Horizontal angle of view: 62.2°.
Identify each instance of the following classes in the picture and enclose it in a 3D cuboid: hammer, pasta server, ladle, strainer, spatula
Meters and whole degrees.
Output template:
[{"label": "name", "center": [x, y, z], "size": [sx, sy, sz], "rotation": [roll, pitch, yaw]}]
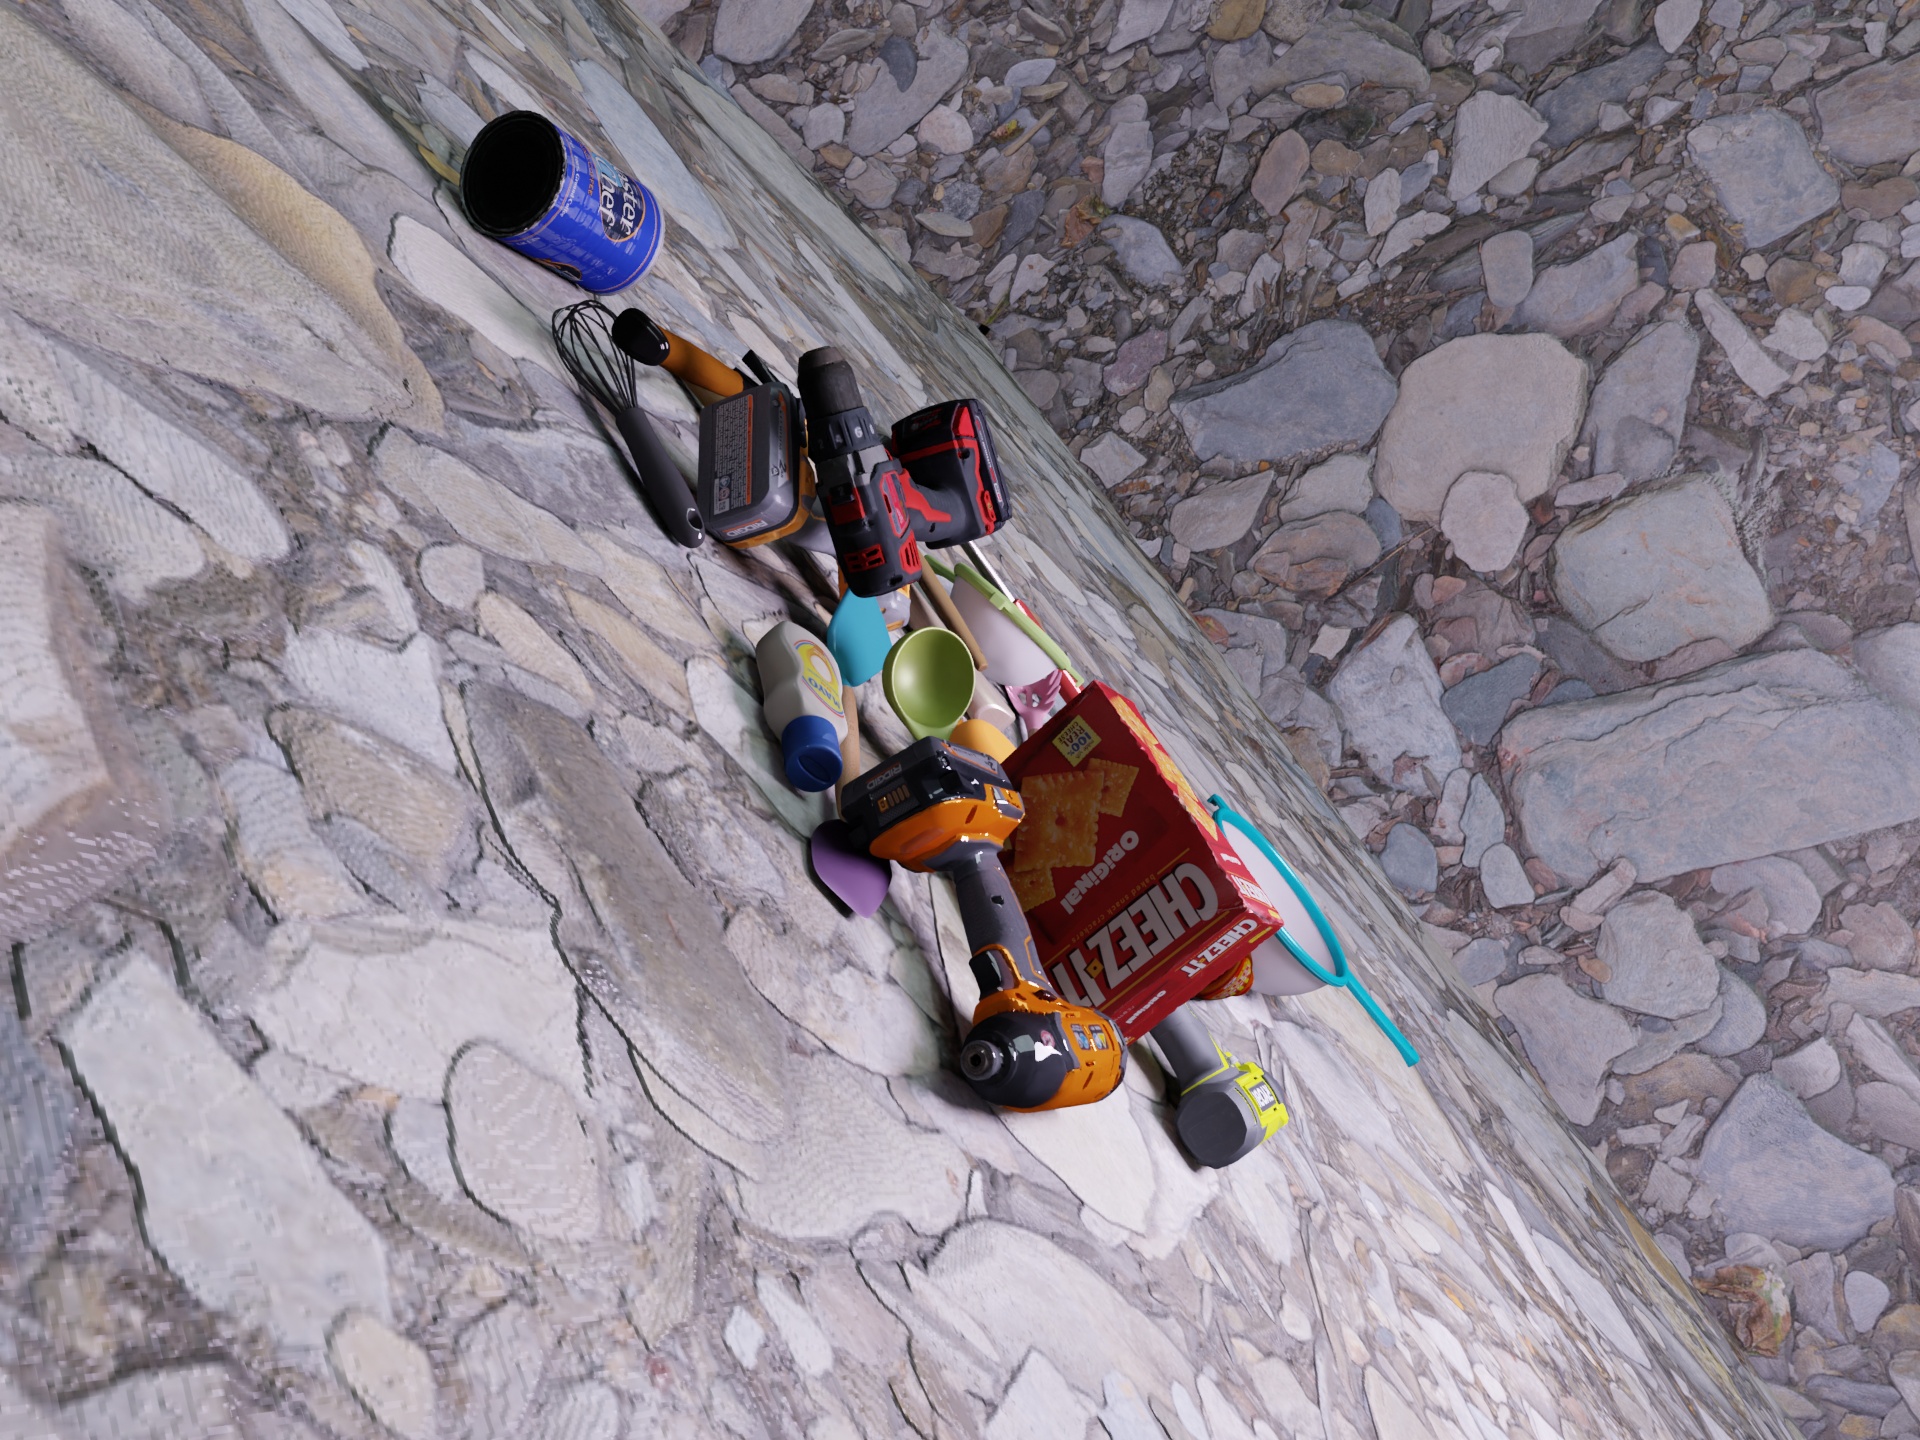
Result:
[{"label": "hammer", "center": [-0.199, -0.284, 1.296], "size": [0.127, 0.034, 0.337], "rotation": [46, 10, 10]}, {"label": "hammer", "center": [-0.078, -0.155, 1.504], "size": [0.411, 0.038, 0.146], "rotation": [53, 14, 11]}, {"label": "pasta server", "center": [0.073, 0.019, 1.514], "size": [0.316, 0.060, 0.040], "rotation": [-91, -176, -64]}, {"label": "ladle", "center": [-0.053, -0.169, 1.490], "size": [0.316, 0.031, 0.069], "rotation": [59, 14, 25]}, {"label": "strainer", "center": [0.008, -0.102, 1.603], "size": [0.151, 0.069, 0.257], "rotation": [42, -1, -38]}, {"label": "strainer", "center": [0.329, 0.244, 1.603], "size": [0.340, 0.095, 0.211], "rotation": [49, 17, -12]}, {"label": "spatula", "center": [-0.051, 0.061, 1.079], "size": [0.060, 0.018, 0.316], "rotation": [45, 16, -4]}, {"label": "spatula", "center": [-0.073, -0.013, 1.134], "size": [0.318, 0.044, 0.082], "rotation": [-100, 171, -64]}, {"label": "ladle", "center": [0.010, 0.067, 1.118], "size": [0.078, 0.062, 0.320], "rotation": [10, 46, -36]}, {"label": "hammer", "center": [0.083, -0.087, 1.678], "size": [0.358, 0.037, 0.149], "rotation": [54, -16, -18]}]

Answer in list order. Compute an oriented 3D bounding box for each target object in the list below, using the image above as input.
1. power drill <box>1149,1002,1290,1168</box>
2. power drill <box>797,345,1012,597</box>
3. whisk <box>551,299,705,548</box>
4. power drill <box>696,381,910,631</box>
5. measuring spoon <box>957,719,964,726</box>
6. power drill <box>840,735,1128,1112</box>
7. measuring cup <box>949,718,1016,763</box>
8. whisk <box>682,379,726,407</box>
[{"label": "power drill", "center": [0.166, 0.224, 1.213], "size": [0.223, 0.080, 0.171], "rotation": [58, 16, 17]}, {"label": "power drill", "center": [-0.050, -0.207, 1.262], "size": [0.227, 0.080, 0.188], "rotation": [-34, 109, -63]}, {"label": "whisk", "center": [-0.241, -0.221, 1.171], "size": [0.239, 0.055, 0.055], "rotation": [61, 17, 21]}, {"label": "power drill", "center": [-0.114, -0.191, 1.290], "size": [0.226, 0.084, 0.185], "rotation": [31, 52, -54]}, {"label": "measuring spoon", "center": [-0.002, -0.004, 1.398], "size": [0.116, 0.011, 0.021], "rotation": [41, 17, -30]}, {"label": "power drill", "center": [0.012, 0.126, 0.955], "size": [0.164, 0.084, 0.227], "rotation": [20, 42, -63]}, {"label": "measuring cup", "center": [0.006, 0.012, 1.299], "size": [0.095, 0.052, 0.174], "rotation": [35, 23, -44]}, {"label": "whisk", "center": [-0.195, -0.250, 1.392], "size": [0.245, 0.047, 0.051], "rotation": [51, 4, 22]}]
